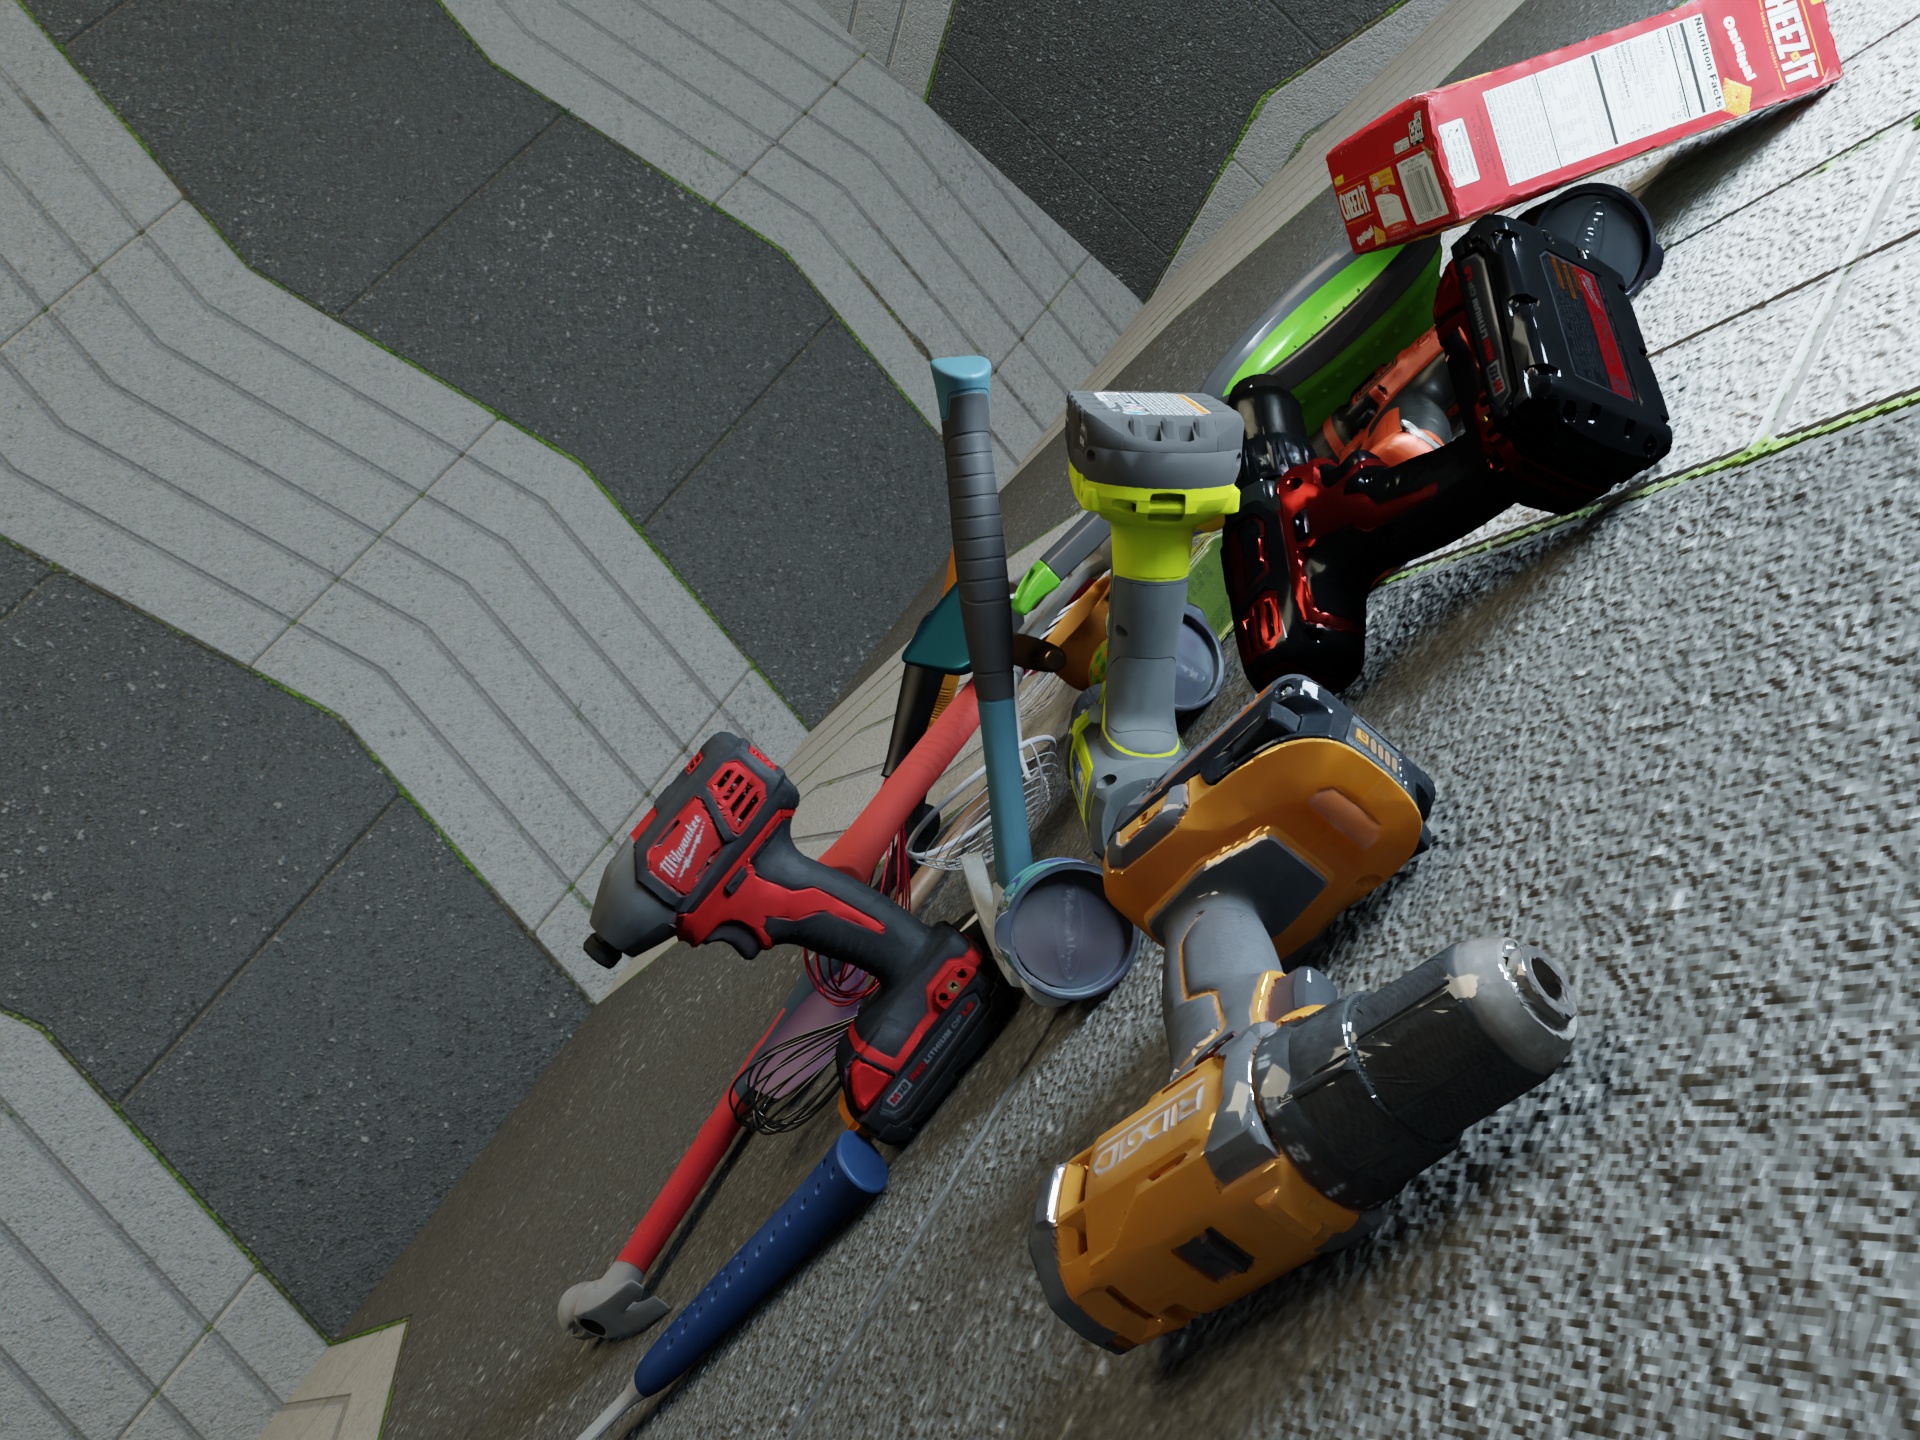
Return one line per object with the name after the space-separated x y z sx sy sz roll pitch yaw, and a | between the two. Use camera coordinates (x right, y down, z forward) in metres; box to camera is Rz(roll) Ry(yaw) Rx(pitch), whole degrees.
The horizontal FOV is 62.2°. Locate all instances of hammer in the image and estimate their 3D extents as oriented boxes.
-0.182 0.372 0.895 0.405 0.035 0.144 -48 9 15 | hammer
-0.155 0.274 1.174 0.143 0.038 0.386 -37 15 51 | hammer
0.018 -0.025 0.834 0.033 0.331 0.128 -8 6 -12 | hammer
-0.002 -0.003 1.079 0.149 0.036 0.359 -22 24 52 | hammer
-0.018 -0.019 1.234 0.127 0.034 0.336 -66 -11 -60 | hammer

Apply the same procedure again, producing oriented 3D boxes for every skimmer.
0.018 -0.016 1.194 0.127 0.090 0.364 -47 21 26 | skimmer

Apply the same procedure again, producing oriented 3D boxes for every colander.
0.202 -0.187 1.058 0.397 0.094 0.204 -44 13 3 | colander

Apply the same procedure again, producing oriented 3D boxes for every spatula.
-0.051 0.155 1.195 0.060 0.018 0.316 9 50 40 | spatula
0.019 -0.050 0.970 0.082 0.044 0.317 -52 9 -1 | spatula

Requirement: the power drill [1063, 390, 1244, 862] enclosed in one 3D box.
0.091 -0.054 0.839 0.191 0.080 0.228 -97 8 -72 | power drill

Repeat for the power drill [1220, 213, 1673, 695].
0.204 -0.134 0.754 0.226 0.080 0.188 -42 42 48 | power drill

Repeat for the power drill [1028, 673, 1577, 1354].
0.112 0.077 0.526 0.185 0.084 0.226 -44 15 33 | power drill

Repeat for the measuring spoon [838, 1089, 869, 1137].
-0.063 0.236 0.968 0.021 0.011 0.117 -46 5 -5 | measuring spoon

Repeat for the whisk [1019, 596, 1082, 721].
0.119 -0.101 1.339 0.284 0.070 0.070 -44 9 4 | whisk

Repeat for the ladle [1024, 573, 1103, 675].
0.128 -0.143 1.379 0.069 0.031 0.315 -26 -18 -43 | ladle

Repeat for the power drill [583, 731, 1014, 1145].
-0.091 0.125 0.872 0.143 0.219 0.078 -50 8 -4 | power drill

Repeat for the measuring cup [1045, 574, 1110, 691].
0.130 -0.083 1.213 0.173 0.052 0.095 -38 14 46 | measuring cup

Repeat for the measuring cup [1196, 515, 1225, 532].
0.158 -0.141 1.210 0.156 0.029 0.062 -28 0 -10 | measuring cup

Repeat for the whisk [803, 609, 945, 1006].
-0.051 0.061 1.149 0.073 0.073 0.296 166 119 -76 | whisk

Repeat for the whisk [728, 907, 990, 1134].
-0.056 0.186 1.000 0.239 0.055 0.055 -41 10 14 | whisk
